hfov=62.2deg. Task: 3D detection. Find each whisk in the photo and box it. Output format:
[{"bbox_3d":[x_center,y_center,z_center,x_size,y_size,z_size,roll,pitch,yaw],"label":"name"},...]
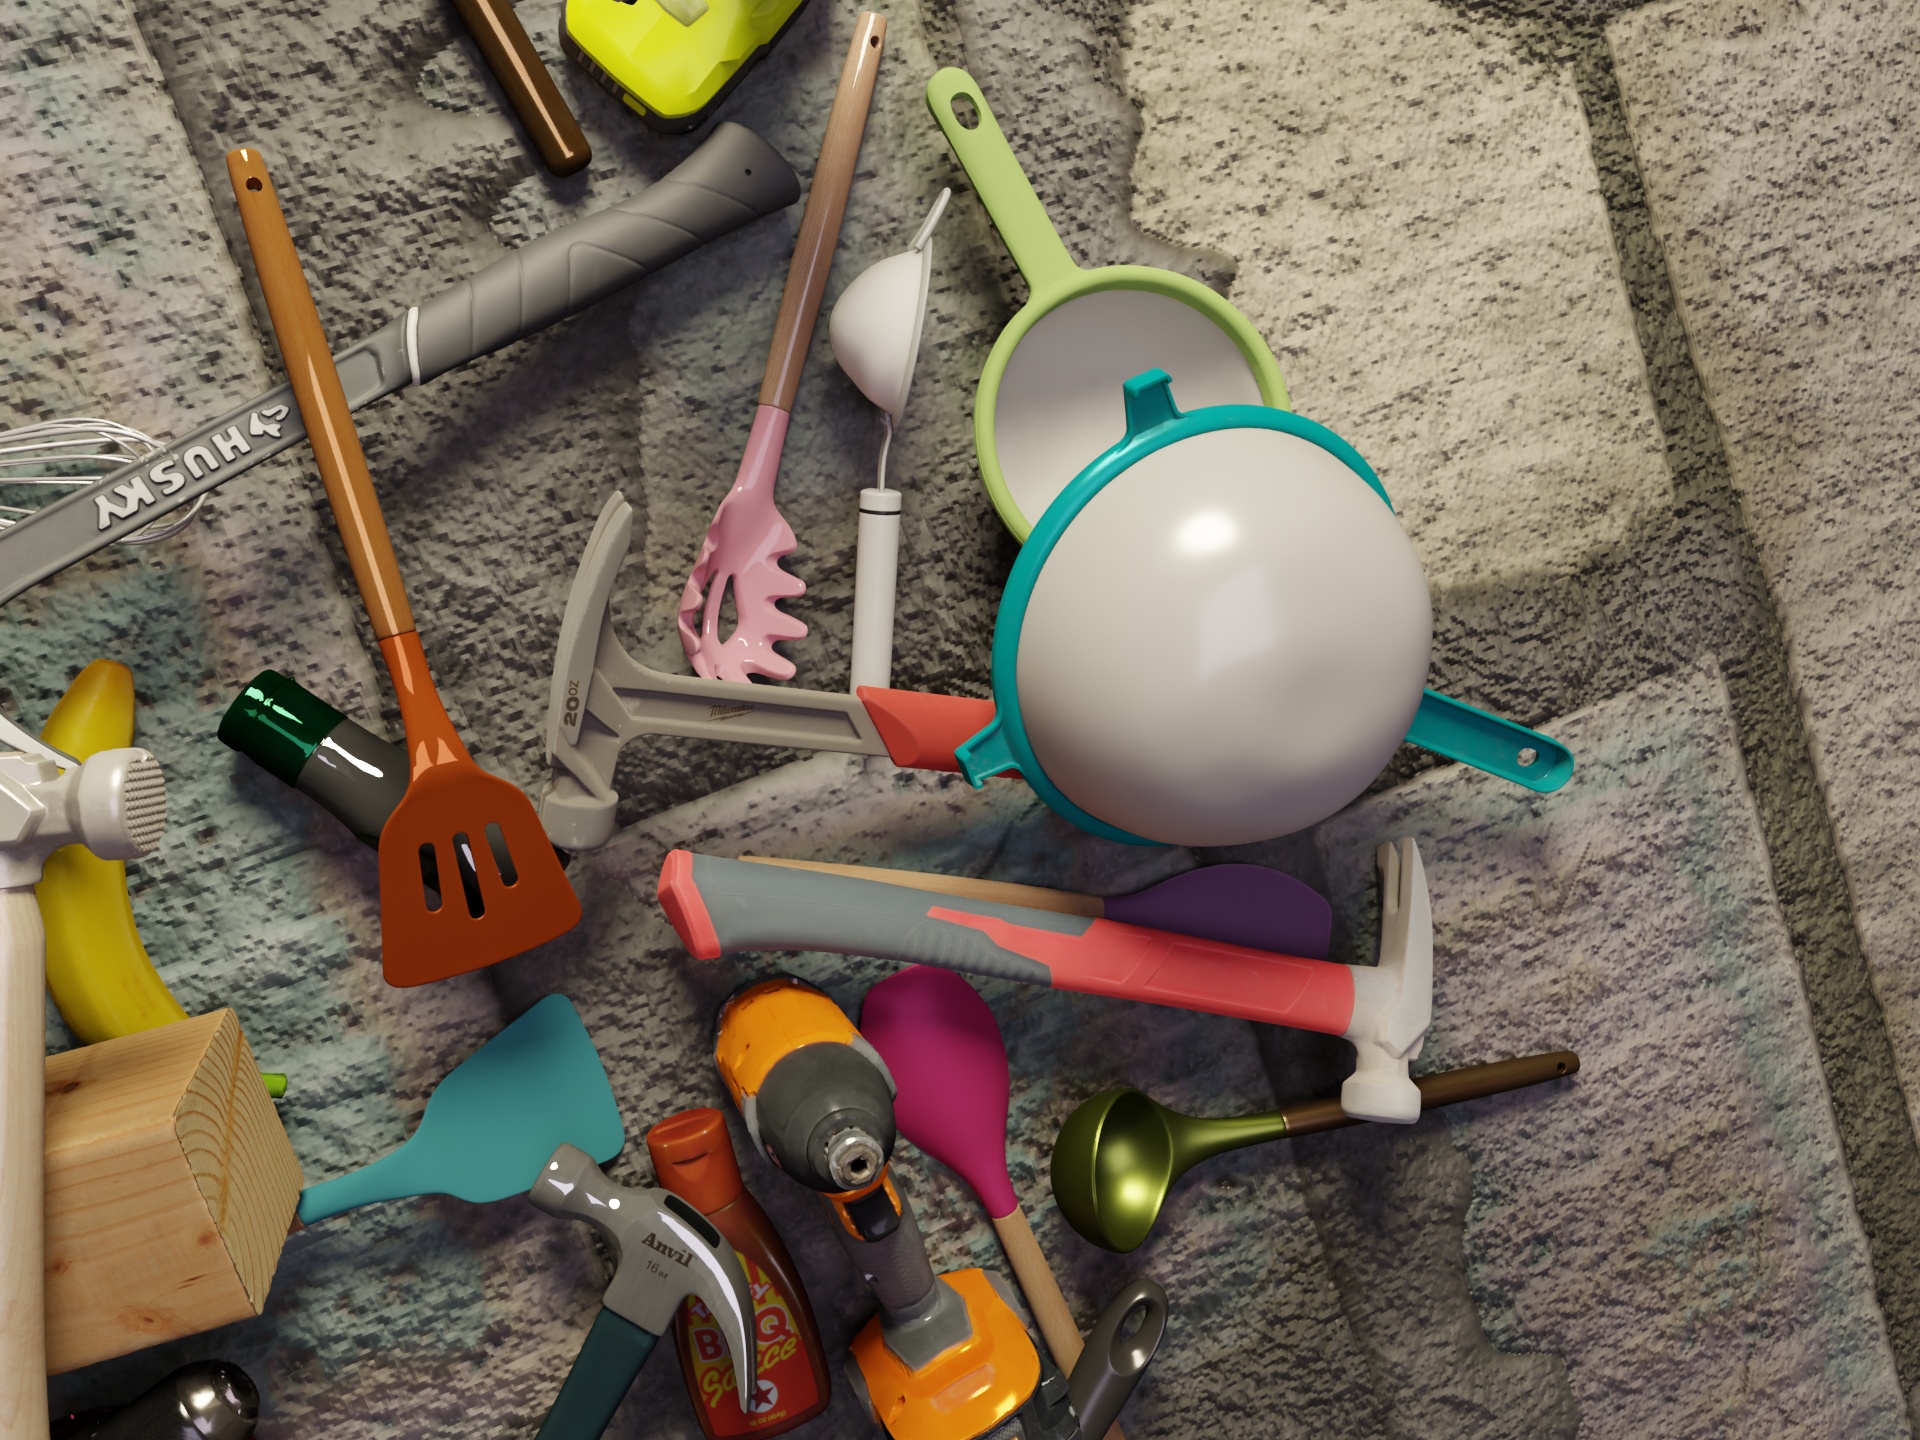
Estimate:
[{"bbox_3d":[-0.226,-0.340,0.657,0.047,0.051,0.244,-27,107,8],"label":"whisk"},{"bbox_3d":[0.023,0.404,0.770,0.073,0.073,0.296,31,85,-17],"label":"whisk"},{"bbox_3d":[-0.422,-0.091,0.610,0.246,0.057,0.059,-1,53,-13],"label":"whisk"}]

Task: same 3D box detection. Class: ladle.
[{"bbox_3d":[0.193,0.205,0.816,0.320,0.062,0.078,-6,92,-19],"label":"ladle"}]

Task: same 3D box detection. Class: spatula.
[{"bbox_3d":[0.045,0.089,0.780,0.315,0.018,0.060,8,87,-19],"label":"spatula"},{"bbox_3d":[-0.305,0.217,0.682,0.317,0.044,0.082,-21,101,-10],"label":"spatula"},{"bbox_3d":[-0.226,-0.055,0.612,0.081,0.041,0.322,-18,96,-24],"label":"spatula"}]

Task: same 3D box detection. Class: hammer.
[{"bbox_3d":[-0.335,0.217,0.534,0.146,0.038,0.410,-3,93,-6],"label":"hammer"},{"bbox_3d":[-0.198,0.358,0.699,0.128,0.033,0.331,29,93,0],"label":"hammer"},{"bbox_3d":[0.053,0.094,0.751,0.386,0.038,0.143,12,73,-18],"label":"hammer"},{"bbox_3d":[-0.001,-0.002,0.717,0.359,0.037,0.149,6,111,-26],"label":"hammer"},{"bbox_3d":[-0.233,-0.135,0.635,0.409,0.036,0.149,-36,107,-22],"label":"hammer"}]

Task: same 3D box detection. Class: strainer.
[{"bbox_3d":[0.048,-0.175,0.740,0.151,0.069,0.256,-30,94,-12],"label":"strainer"},{"bbox_3d":[-0.037,-0.107,0.716,0.050,0.087,0.258,2,104,-9],"label":"strainer"},{"bbox_3d":[0.180,-0.006,0.716,0.340,0.095,0.211,18,105,-27],"label":"strainer"}]

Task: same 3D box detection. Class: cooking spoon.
[{"bbox_3d":[0.032,0.264,0.789,0.069,0.017,0.318,-25,101,-11],"label":"cooking spoon"}]

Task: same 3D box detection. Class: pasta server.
[{"bbox_3d":[-0.073,-0.166,0.714,0.060,0.040,0.316,15,88,-42],"label":"pasta server"}]

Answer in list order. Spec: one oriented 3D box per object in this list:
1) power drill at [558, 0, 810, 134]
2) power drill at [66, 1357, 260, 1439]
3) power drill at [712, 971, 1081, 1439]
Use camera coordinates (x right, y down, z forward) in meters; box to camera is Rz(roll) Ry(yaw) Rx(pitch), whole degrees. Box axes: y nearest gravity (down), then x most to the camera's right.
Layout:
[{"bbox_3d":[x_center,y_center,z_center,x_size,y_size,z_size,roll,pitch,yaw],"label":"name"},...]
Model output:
[{"bbox_3d":[-0.088,-0.311,0.600,0.080,0.223,0.171,39,83,-16],"label":"power drill"},{"bbox_3d":[-0.302,0.375,0.608,0.185,0.084,0.226,-39,99,-12],"label":"power drill"},{"bbox_3d":[-0.031,0.230,0.693,0.084,0.164,0.226,-27,104,-13],"label":"power drill"}]
